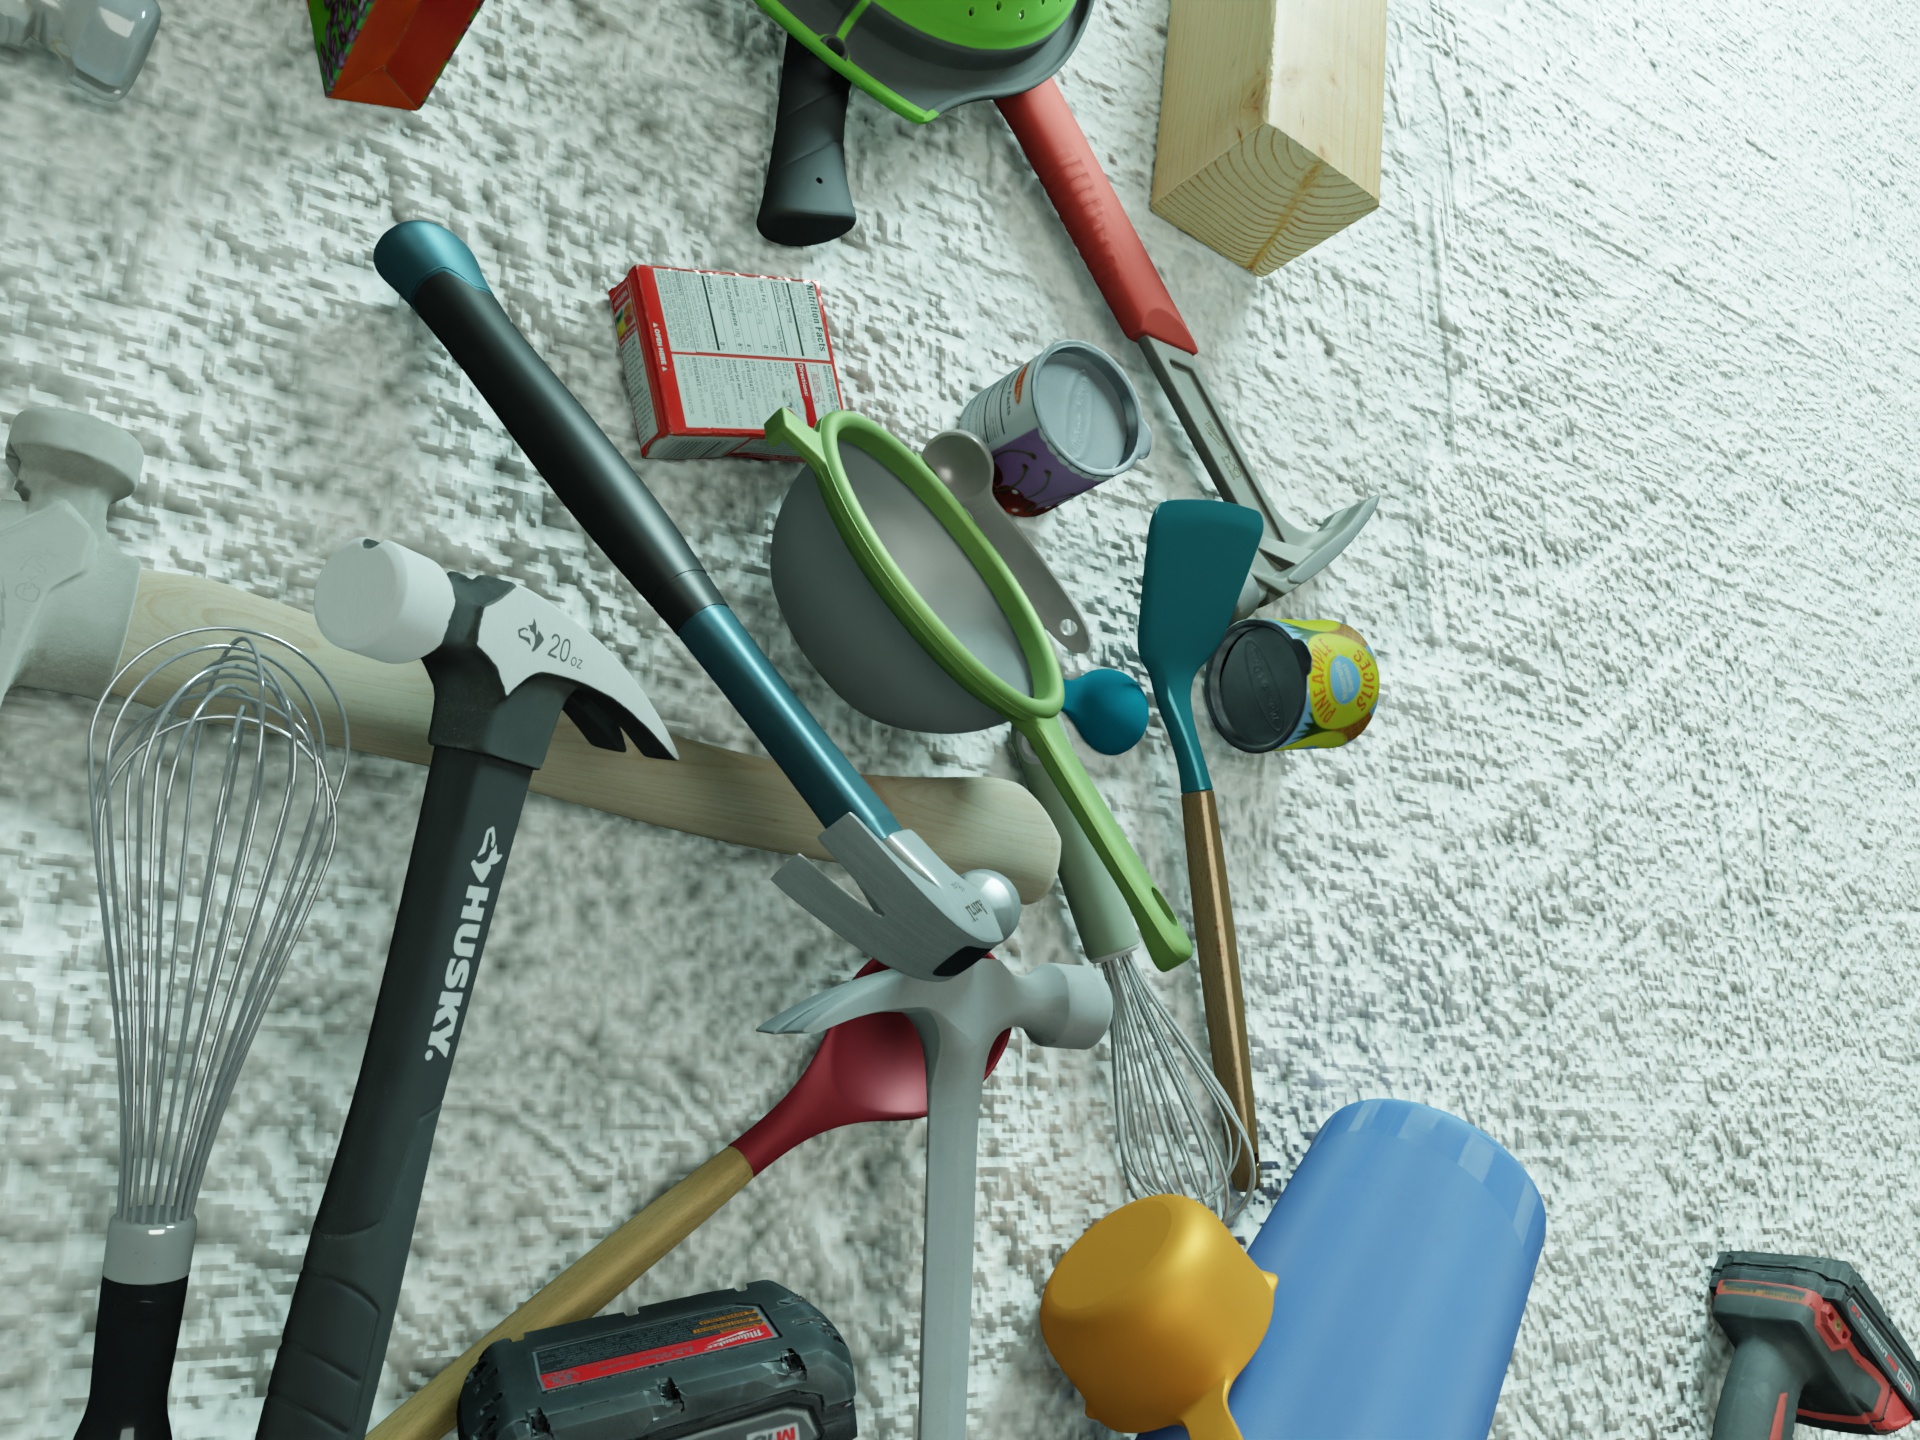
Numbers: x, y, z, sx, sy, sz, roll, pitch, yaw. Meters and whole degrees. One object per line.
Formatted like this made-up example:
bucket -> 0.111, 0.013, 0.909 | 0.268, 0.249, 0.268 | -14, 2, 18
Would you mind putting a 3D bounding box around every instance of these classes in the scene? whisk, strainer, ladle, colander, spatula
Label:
whisk -> -0.223, 0.114, 0.445 | 0.070, 0.070, 0.284 | 10, 86, -35
strainer -> -0.001, -0.002, 0.634 | 0.256, 0.069, 0.151 | 59, 18, 9
ladle -> -0.097, 0.174, 0.565 | 0.315, 0.031, 0.069 | -33, 98, -36
colander -> 0.025, -0.463, 0.747 | 0.204, 0.094, 0.397 | 32, 61, -22
spatula -> 0.121, 0.058, 0.739 | 0.082, 0.044, 0.317 | -1, 83, -44
whisk -> 0.071, 0.110, 0.702 | 0.246, 0.058, 0.059 | 71, 17, 5

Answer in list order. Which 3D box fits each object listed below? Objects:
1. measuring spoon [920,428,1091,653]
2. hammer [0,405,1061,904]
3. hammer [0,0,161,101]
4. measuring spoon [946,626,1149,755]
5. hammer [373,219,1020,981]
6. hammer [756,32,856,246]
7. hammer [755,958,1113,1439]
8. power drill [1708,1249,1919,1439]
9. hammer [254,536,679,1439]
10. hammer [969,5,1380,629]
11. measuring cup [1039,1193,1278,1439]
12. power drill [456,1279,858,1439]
measuring spoon -> 0.026, -0.083, 0.732 | 0.124, 0.034, 0.018 | 54, 35, -18
hammer -> -0.132, 0.024, 0.576 | 0.410, 0.038, 0.146 | 17, 69, -33
hammer -> -0.296, -0.407, 0.577 | 0.143, 0.038, 0.387 | 26, 63, -27
measuring spoon -> 0.040, -0.019, 0.724 | 0.128, 0.021, 0.042 | 21, 65, -33
hammer -> -0.098, -0.045, 0.561 | 0.331, 0.033, 0.128 | 51, 10, 8
hammer -> -0.058, -0.404, 0.755 | 0.149, 0.036, 0.409 | 17, 68, -31
hammer -> -0.013, 0.288, 0.566 | 0.144, 0.035, 0.406 | 10, 76, -34
power drill -> 0.454, 0.431, 0.873 | 0.187, 0.080, 0.227 | 52, 56, -13
hammer -> -0.165, 0.126, 0.465 | 0.146, 0.035, 0.335 | 31, 70, -66
hammer -> 0.092, -0.229, 0.815 | 0.149, 0.037, 0.359 | -36, 100, -38
measuring cup -> 0.076, 0.236, 0.595 | 0.095, 0.173, 0.052 | -36, 95, 2
power drill -> -0.077, 0.298, 0.486 | 0.143, 0.078, 0.220 | -6, 90, -20
